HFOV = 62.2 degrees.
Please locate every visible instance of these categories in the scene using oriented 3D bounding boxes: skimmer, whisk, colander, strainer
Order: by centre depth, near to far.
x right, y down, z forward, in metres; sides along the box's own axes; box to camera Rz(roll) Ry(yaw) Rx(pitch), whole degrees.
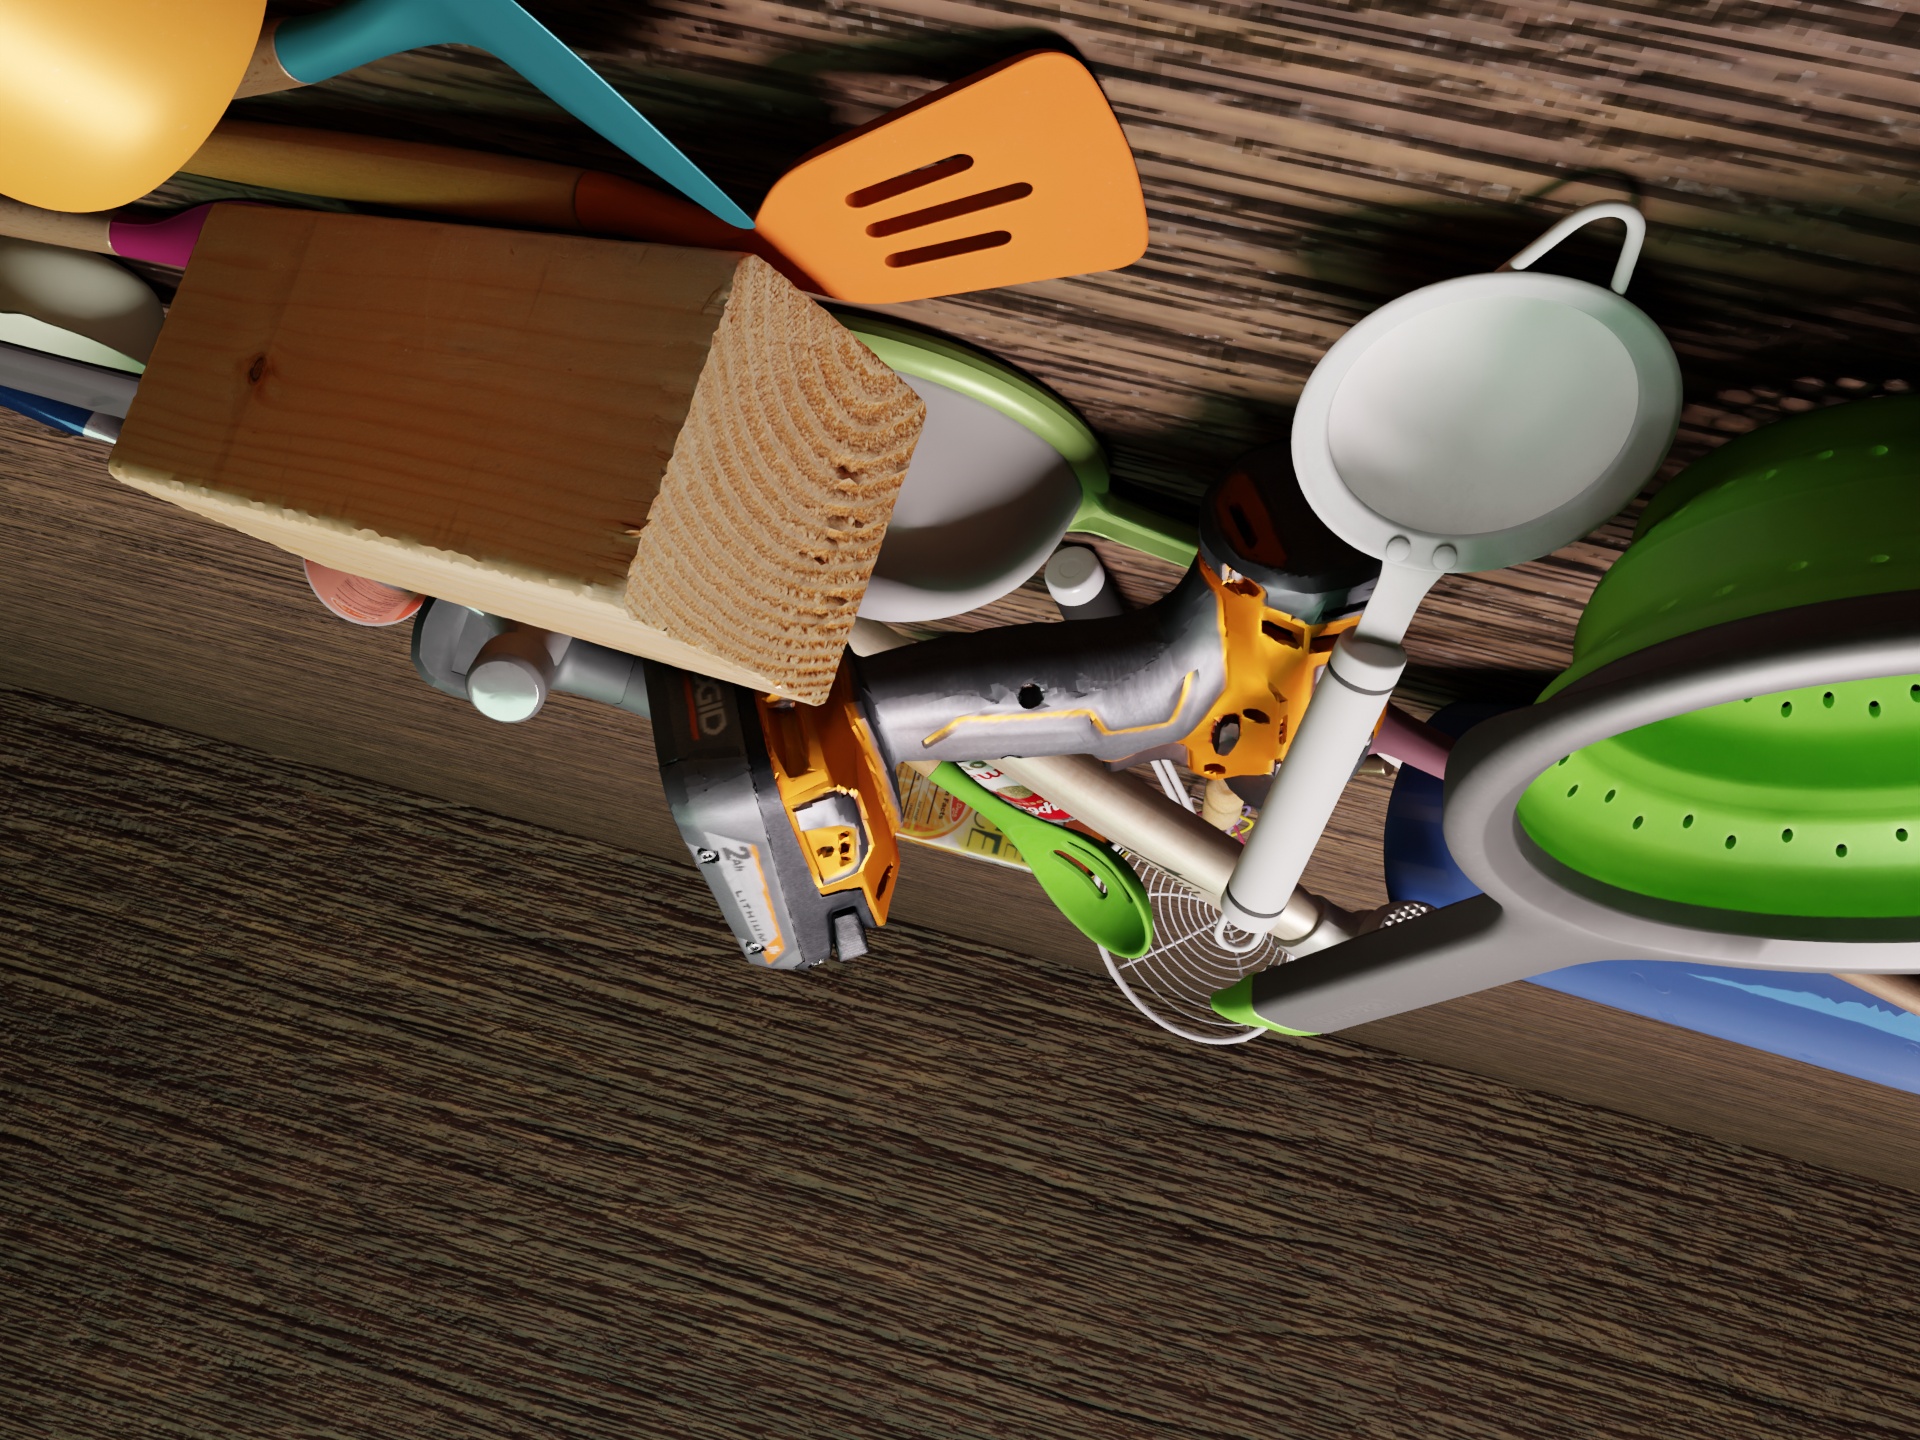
[{"bbox_3d":[0.108,-0.024,0.419,0.087,0.050,0.258,11,130,-4],"label":"strainer"},{"bbox_3d":[0.190,0.015,0.452,0.204,0.095,0.397,16,155,-19],"label":"colander"},{"bbox_3d":[0.019,-0.055,0.543,0.256,0.069,0.151,19,168,-9],"label":"strainer"},{"bbox_3d":[0.084,0.052,0.752,0.127,0.090,0.362,25,163,31],"label":"skimmer"},{"bbox_3d":[0.147,0.058,0.921,0.047,0.051,0.245,15,171,10],"label":"whisk"}]

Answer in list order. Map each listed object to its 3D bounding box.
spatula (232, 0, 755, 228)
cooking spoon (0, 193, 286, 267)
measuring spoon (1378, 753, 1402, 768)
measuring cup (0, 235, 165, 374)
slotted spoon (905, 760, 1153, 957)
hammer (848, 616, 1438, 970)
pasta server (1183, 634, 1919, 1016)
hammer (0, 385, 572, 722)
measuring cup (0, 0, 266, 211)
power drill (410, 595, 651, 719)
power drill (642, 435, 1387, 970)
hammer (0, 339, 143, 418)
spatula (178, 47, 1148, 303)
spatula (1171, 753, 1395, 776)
[{"bbox_3d":[-0.187,-0.157,0.399,0.318,0.044,0.082,9,168,33],"label":"spatula"},{"bbox_3d":[-0.312,-0.172,0.549,0.319,0.017,0.068,13,168,7],"label":"cooking spoon"},{"bbox_3d":[0.248,0.027,0.774,0.124,0.018,0.034,26,144,-17],"label":"measuring spoon"},{"bbox_3d":[-0.301,-0.149,0.618,0.167,0.038,0.083,9,169,-18],"label":"measuring cup"},{"bbox_3d":[-0.030,0.004,0.742,0.313,0.031,0.070,38,152,-5],"label":"slotted spoon"},{"bbox_3d":[-0.001,-0.002,0.645,0.410,0.038,0.146,32,166,-5],"label":"hammer"},{"bbox_3d":[0.202,0.032,0.563,0.040,0.060,0.316,-20,-142,-40],"label":"pasta server"},{"bbox_3d":[-0.353,-0.124,0.677,0.405,0.035,0.144,26,-155,-14],"label":"hammer"},{"bbox_3d":[-0.147,-0.157,0.305,0.173,0.095,0.052,-13,161,27],"label":"measuring cup"},{"bbox_3d":[-0.169,-0.025,0.871,0.228,0.080,0.190,18,-176,-7],"label":"power drill"},{"bbox_3d":[0.029,0.006,0.511,0.226,0.084,0.164,-15,145,-2],"label":"power drill"},{"bbox_3d":[-0.276,-0.110,0.611,0.336,0.034,0.127,12,162,-34],"label":"hammer"},{"bbox_3d":[-0.112,-0.146,0.415,0.323,0.041,0.081,15,169,22],"label":"spatula"},{"bbox_3d":[0.091,0.011,0.877,0.316,0.018,0.059,5,175,42],"label":"spatula"}]
